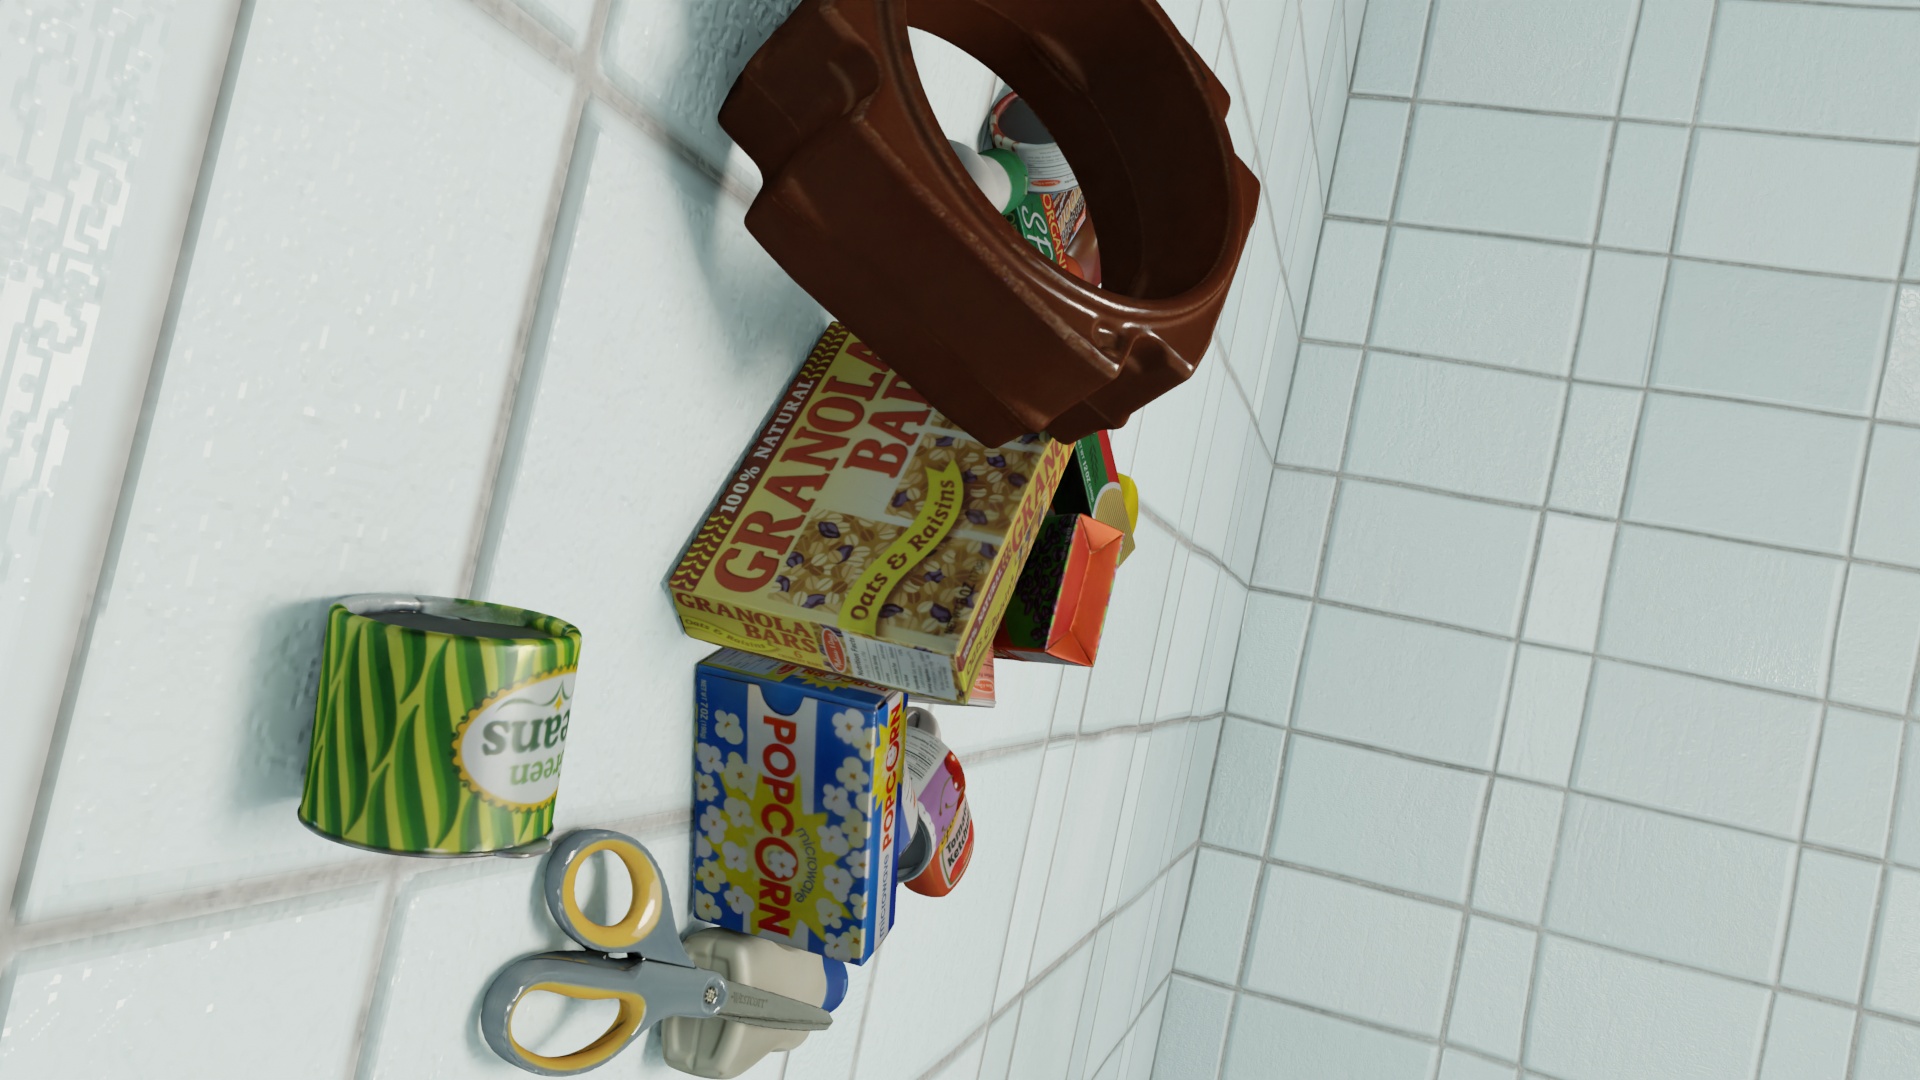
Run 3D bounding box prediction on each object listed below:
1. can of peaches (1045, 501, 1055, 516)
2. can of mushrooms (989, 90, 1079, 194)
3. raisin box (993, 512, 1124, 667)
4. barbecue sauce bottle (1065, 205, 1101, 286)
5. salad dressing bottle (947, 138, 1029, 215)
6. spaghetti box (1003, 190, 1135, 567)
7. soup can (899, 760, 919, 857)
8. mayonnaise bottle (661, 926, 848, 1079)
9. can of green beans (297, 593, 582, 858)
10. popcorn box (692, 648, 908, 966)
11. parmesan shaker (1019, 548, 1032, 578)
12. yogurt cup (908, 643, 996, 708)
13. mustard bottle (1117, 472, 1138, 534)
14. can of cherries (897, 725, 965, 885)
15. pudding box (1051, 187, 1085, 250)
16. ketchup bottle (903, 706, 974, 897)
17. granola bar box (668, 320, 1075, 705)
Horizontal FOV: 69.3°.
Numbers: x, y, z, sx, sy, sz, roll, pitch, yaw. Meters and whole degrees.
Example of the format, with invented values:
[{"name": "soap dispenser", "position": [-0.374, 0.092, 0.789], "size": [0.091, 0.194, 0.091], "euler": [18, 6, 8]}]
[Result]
[{"name": "can of peaches", "position": [0.048, -0.032, 0.926], "size": [0.071, 0.071, 0.058], "euler": [82, 26, -47]}, {"name": "can of mushrooms", "position": [0.050, -0.236, 0.806], "size": [0.033, 0.071, 0.071], "euler": [76, 30, -51]}, {"name": "raisin box", "position": [0.040, 0.031, 0.852], "size": [0.040, 0.123, 0.086], "euler": [20, 78, -30]}, {"name": "barbecue sauce bottle", "position": [0.079, -0.194, 0.955], "size": [0.149, 0.044, 0.064], "euler": [-55, 156, -51]}, {"name": "salad dressing bottle", "position": [-0.002, -0.177, 0.716], "size": [0.148, 0.044, 0.064], "euler": [-45, 141, -62]}, {"name": "spaghetti box", "position": [0.061, -0.095, 0.859], "size": [0.050, 0.028, 0.249], "euler": [-42, 122, -52]}, {"name": "soup can", "position": [-0.061, 0.116, 0.677], "size": [0.083, 0.071, 0.072], "euler": [80, 27, -46]}, {"name": "mayonnaise bottle", "position": [-0.094, 0.219, 0.672], "size": [0.148, 0.041, 0.065], "euler": [44, 52, -71]}, {"name": "can of green beans", "position": [-0.141, 0.049, 0.380], "size": [0.071, 0.071, 0.057], "euler": [0, 100, -72]}, {"name": "popcorn box", "position": [-0.071, 0.114, 0.605], "size": [0.038, 0.085, 0.126], "euler": [-36, 133, -63]}, {"name": "parmesan shaker", "position": [0.003, -0.010, 0.783], "size": [0.103, 0.071, 0.071], "euler": [49, 54, -68]}, {"name": "yogurt cup", "position": [-0.011, 0.068, 0.804], "size": [0.072, 0.072, 0.054], "euler": [30, 64, -72]}, {"name": "mustard bottle", "position": [0.089, 0.017, 1.091], "size": [0.161, 0.065, 0.048], "euler": [-63, 152, -26]}, {"name": "can of cherries", "position": [-0.037, 0.146, 0.765], "size": [0.059, 0.071, 0.071], "euler": [-53, 149, -57]}, {"name": "pudding box", "position": [0.055, -0.212, 0.894], "size": [0.084, 0.030, 0.049], "euler": [-60, 155, -45]}, {"name": "ketchup bottle", "position": [-0.023, 0.158, 0.854], "size": [0.148, 0.043, 0.065], "euler": [80, 27, -48]}, {"name": "granola bar box", "position": [-0.029, -0.018, 0.590], "size": [0.038, 0.124, 0.166], "euler": [83, 25, -48]}]
